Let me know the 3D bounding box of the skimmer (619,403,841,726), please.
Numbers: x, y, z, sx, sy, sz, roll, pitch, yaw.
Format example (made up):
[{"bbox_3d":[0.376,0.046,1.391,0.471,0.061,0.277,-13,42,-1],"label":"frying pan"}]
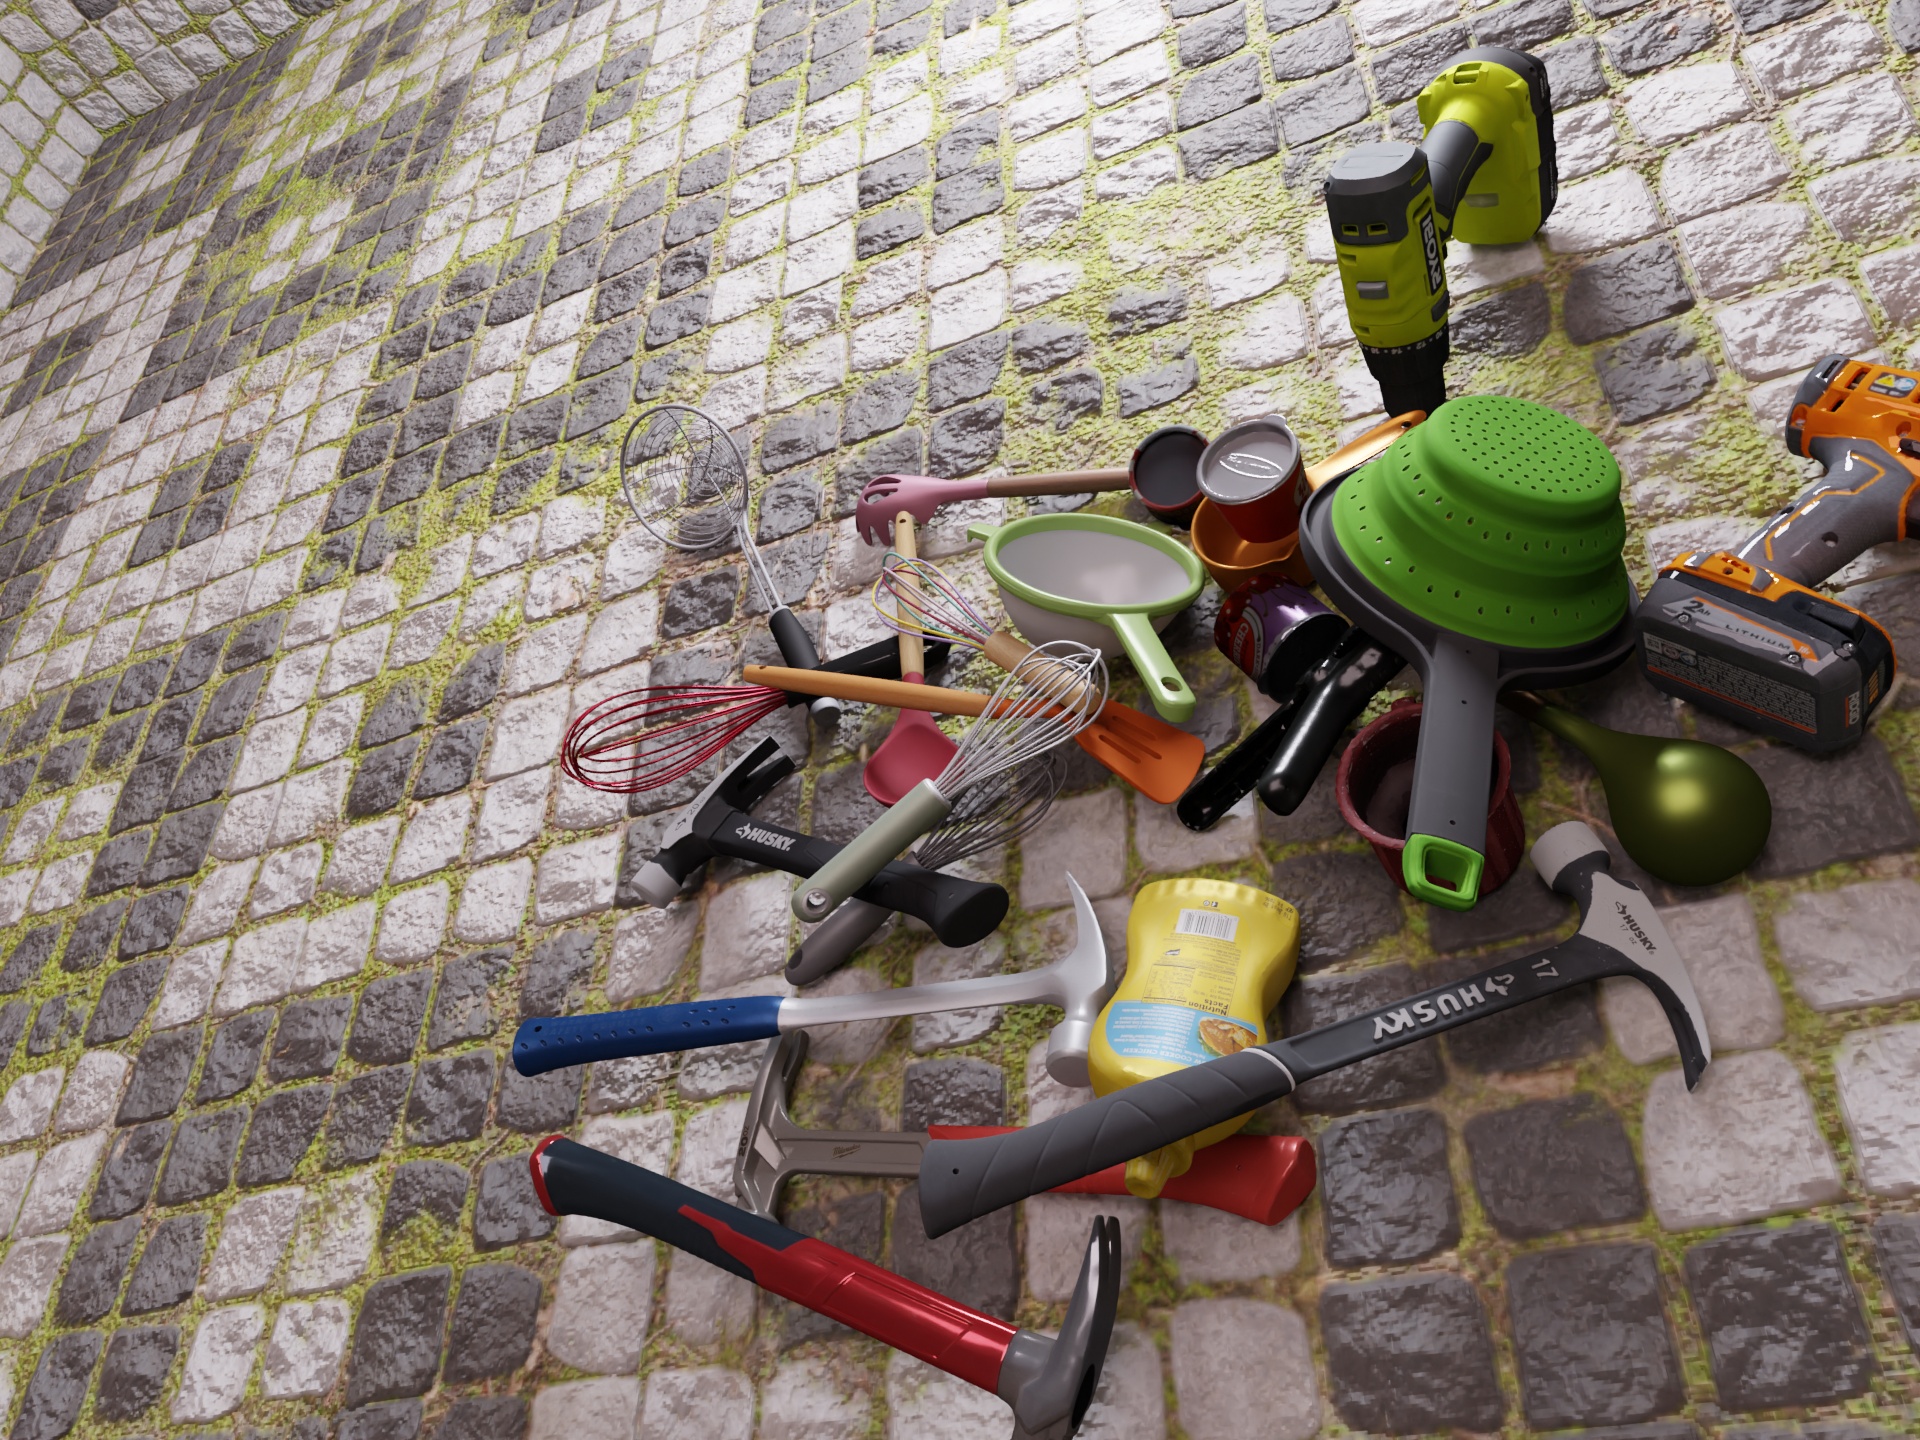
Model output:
[{"bbox_3d":[-0.190,-0.124,1.291,0.127,0.090,0.364,-59,41,29],"label":"skimmer"}]

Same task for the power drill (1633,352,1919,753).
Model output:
[{"bbox_3d":[0.490,-0.094,0.852,0.226,0.084,0.164,-47,47,-13],"label":"power drill"}]

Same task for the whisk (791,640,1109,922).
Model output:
[{"bbox_3d":[-0.008,0.039,0.965,0.246,0.057,0.059,-41,10,4],"label":"whisk"}]

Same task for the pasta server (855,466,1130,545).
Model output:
[{"bbox_3d":[0.051,-0.176,1.226,0.316,0.040,0.060,0,57,27],"label":"pasta server"}]

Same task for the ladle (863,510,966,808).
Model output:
[{"bbox_3d":[-0.036,-0.048,1.139,0.069,0.031,0.316,-7,46,2],"label":"ladle"}]

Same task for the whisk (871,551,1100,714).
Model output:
[{"bbox_3d":[0.014,-0.062,1.073,0.047,0.051,0.245,-16,32,-31],"label":"whisk"}]

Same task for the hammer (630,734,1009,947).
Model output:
[{"bbox_3d":[-0.087,0.090,1.052,0.335,0.035,0.146,10,54,50],"label":"hammer"}]

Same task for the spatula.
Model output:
[{"bbox_3d":[-0.002,-0.003,1.052,0.323,0.041,0.081,8,32,23],"label":"spatula"}]

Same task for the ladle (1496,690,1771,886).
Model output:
[{"bbox_3d":[0.324,-0.007,0.924,0.078,0.062,0.320,-41,39,-4],"label":"ladle"}]

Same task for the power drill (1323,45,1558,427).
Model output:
[{"bbox_3d":[0.327,-0.330,1.078,0.080,0.190,0.228,11,50,37],"label":"power drill"}]

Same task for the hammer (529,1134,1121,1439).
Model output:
[{"bbox_3d":[-0.094,0.294,0.907,0.386,0.038,0.143,12,77,31],"label":"hammer"}]

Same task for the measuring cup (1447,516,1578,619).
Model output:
[{"bbox_3d":[0.335,-0.076,0.978,0.157,0.029,0.062,36,80,32],"label":"measuring cup"}]

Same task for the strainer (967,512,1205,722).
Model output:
[{"bbox_3d":[0.100,-0.054,1.046,0.151,0.069,0.257,-2,33,-14],"label":"strainer"}]

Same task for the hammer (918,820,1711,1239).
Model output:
[{"bbox_3d":[0.172,0.171,0.784,0.409,0.036,0.149,-18,50,-10],"label":"hammer"}]

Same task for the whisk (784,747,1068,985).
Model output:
[{"bbox_3d":[-0.025,0.098,1.054,0.239,0.055,0.055,-41,45,5],"label":"whisk"}]

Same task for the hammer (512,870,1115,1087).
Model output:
[{"bbox_3d":[-0.098,0.180,0.997,0.405,0.035,0.144,-10,38,20],"label":"hammer"}]

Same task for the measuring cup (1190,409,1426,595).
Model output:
[{"bbox_3d":[0.240,-0.144,1.064,0.173,0.052,0.095,-32,46,5],"label":"measuring cup"}]

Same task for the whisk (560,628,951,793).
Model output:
[{"bbox_3d":[-0.146,-0.013,1.159,0.296,0.073,0.073,-18,46,-9],"label":"whisk"}]

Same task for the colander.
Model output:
[{"bbox_3d":[0.282,-0.067,0.847,0.204,0.094,0.397,18,44,6],"label":"colander"}]

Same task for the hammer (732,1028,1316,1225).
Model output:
[{"bbox_3d":[0.026,0.243,0.917,0.359,0.036,0.149,-7,54,29],"label":"hammer"}]
